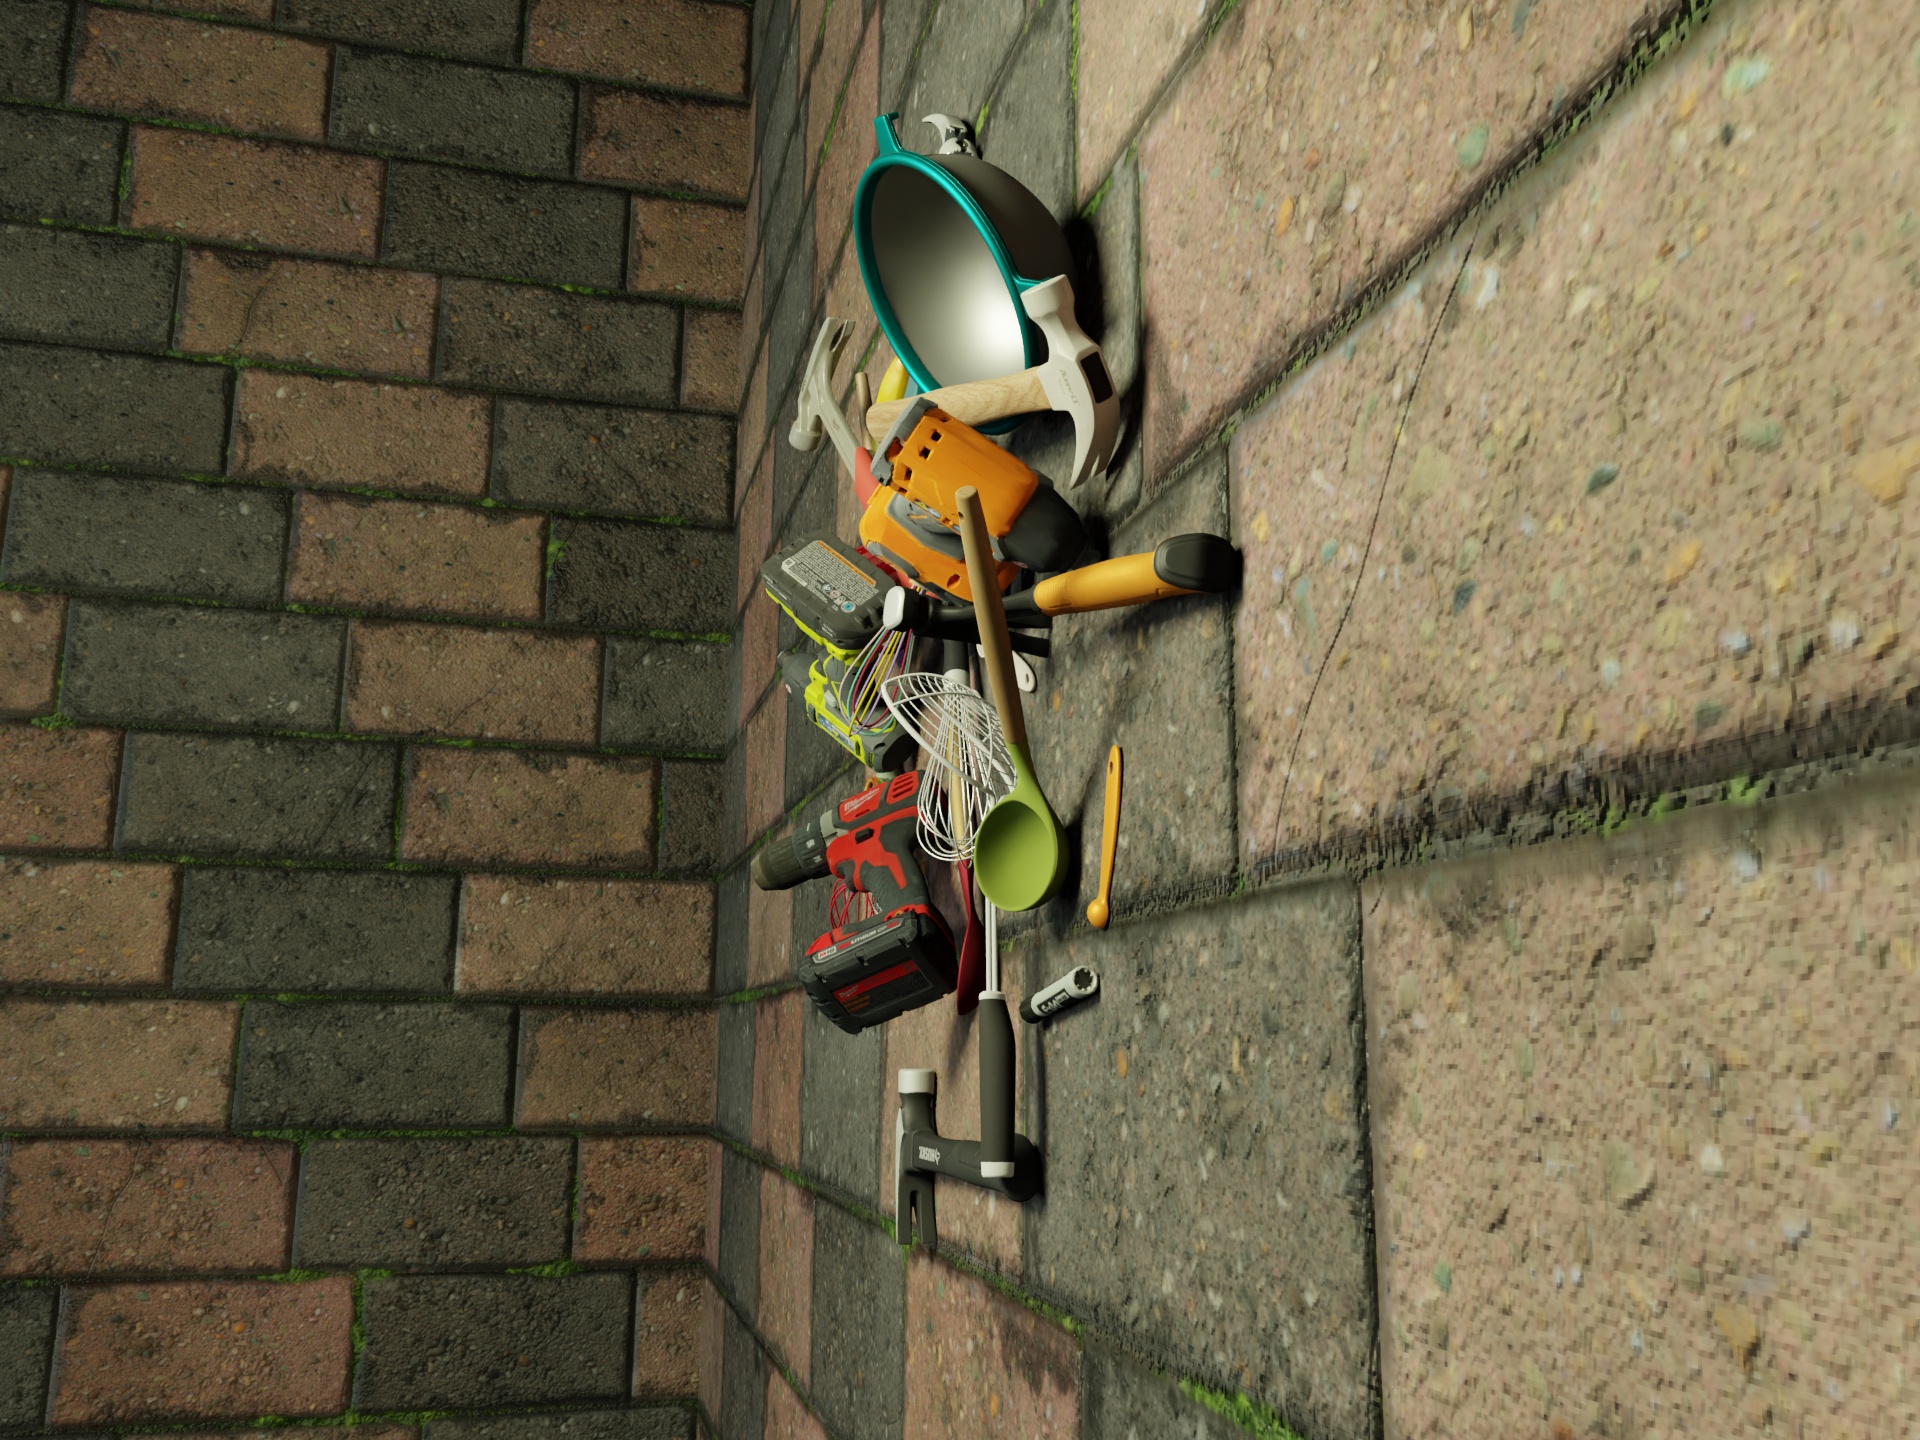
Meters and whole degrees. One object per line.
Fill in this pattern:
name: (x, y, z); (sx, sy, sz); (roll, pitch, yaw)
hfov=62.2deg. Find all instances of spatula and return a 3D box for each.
spatula: (-0.084, -0.211, 1.661); (0.060, 0.018, 0.316); (146, 117, -75)

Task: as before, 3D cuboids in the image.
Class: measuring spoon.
measuring spoon: (0.090, 0.073, 0.999); (0.021, 0.011, 0.117); (-157, 71, -75)
measuring spoon: (0.040, -0.049, 1.232); (0.124, 0.018, 0.034); (-129, 44, -60)

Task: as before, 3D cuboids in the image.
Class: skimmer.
skimmer: (-0.003, 0.139, 1.139); (0.090, 0.127, 0.363); (-10, 72, 29)

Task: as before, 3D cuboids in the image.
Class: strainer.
strainer: (0.013, -0.292, 1.204); (0.211, 0.095, 0.340); (51, 159, 18)

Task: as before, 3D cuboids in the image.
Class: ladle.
ladle: (0.021, -0.004, 0.999); (0.078, 0.062, 0.319); (36, 149, 43)
ladle: (0.002, 0.097, 1.309); (0.069, 0.031, 0.316); (85, 180, -51)

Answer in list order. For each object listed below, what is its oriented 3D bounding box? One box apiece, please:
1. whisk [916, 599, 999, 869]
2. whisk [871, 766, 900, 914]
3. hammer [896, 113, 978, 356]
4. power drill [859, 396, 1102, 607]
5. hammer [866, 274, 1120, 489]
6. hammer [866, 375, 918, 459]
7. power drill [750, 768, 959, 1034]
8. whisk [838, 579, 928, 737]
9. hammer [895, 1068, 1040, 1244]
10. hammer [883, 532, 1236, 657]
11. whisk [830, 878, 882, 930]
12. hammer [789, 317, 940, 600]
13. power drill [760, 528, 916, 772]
whisk: (-0.002, -0.005, 1.300); (0.070, 0.070, 0.285); (111, 162, -50)
whisk: (-0.063, 0.116, 1.531); (0.058, 0.059, 0.247); (-38, 33, 21)
hammer: (-0.047, -0.410, 1.610); (0.149, 0.036, 0.408); (-101, 20, -48)
power drill: (0.011, -0.137, 1.121); (0.084, 0.164, 0.226); (-58, 4, -8)
hammer: (0.011, -0.222, 1.126); (0.331, 0.031, 0.130); (9, 127, 64)
hammer: (-0.030, -0.350, 1.480); (0.128, 0.033, 0.330); (50, 134, 44)
power drill: (-0.093, 0.151, 1.346); (0.080, 0.188, 0.227); (57, -165, -35)
whisk: (-0.043, -0.096, 1.380); (0.051, 0.047, 0.245); (25, 90, 33)
hammer: (-0.001, 0.349, 1.244); (0.334, 0.035, 0.146); (142, 130, -71)
hammer: (0.071, -0.075, 0.984); (0.337, 0.127, 0.034); (175, 102, -66)
whisk: (-0.105, 0.241, 1.643); (0.295, 0.073, 0.073); (100, 166, -50)
hammer: (-0.079, -0.222, 1.506); (0.359, 0.036, 0.149); (63, 142, 36)
power drill: (-0.121, -0.066, 1.508); (0.171, 0.080, 0.223); (38, 152, 25)
